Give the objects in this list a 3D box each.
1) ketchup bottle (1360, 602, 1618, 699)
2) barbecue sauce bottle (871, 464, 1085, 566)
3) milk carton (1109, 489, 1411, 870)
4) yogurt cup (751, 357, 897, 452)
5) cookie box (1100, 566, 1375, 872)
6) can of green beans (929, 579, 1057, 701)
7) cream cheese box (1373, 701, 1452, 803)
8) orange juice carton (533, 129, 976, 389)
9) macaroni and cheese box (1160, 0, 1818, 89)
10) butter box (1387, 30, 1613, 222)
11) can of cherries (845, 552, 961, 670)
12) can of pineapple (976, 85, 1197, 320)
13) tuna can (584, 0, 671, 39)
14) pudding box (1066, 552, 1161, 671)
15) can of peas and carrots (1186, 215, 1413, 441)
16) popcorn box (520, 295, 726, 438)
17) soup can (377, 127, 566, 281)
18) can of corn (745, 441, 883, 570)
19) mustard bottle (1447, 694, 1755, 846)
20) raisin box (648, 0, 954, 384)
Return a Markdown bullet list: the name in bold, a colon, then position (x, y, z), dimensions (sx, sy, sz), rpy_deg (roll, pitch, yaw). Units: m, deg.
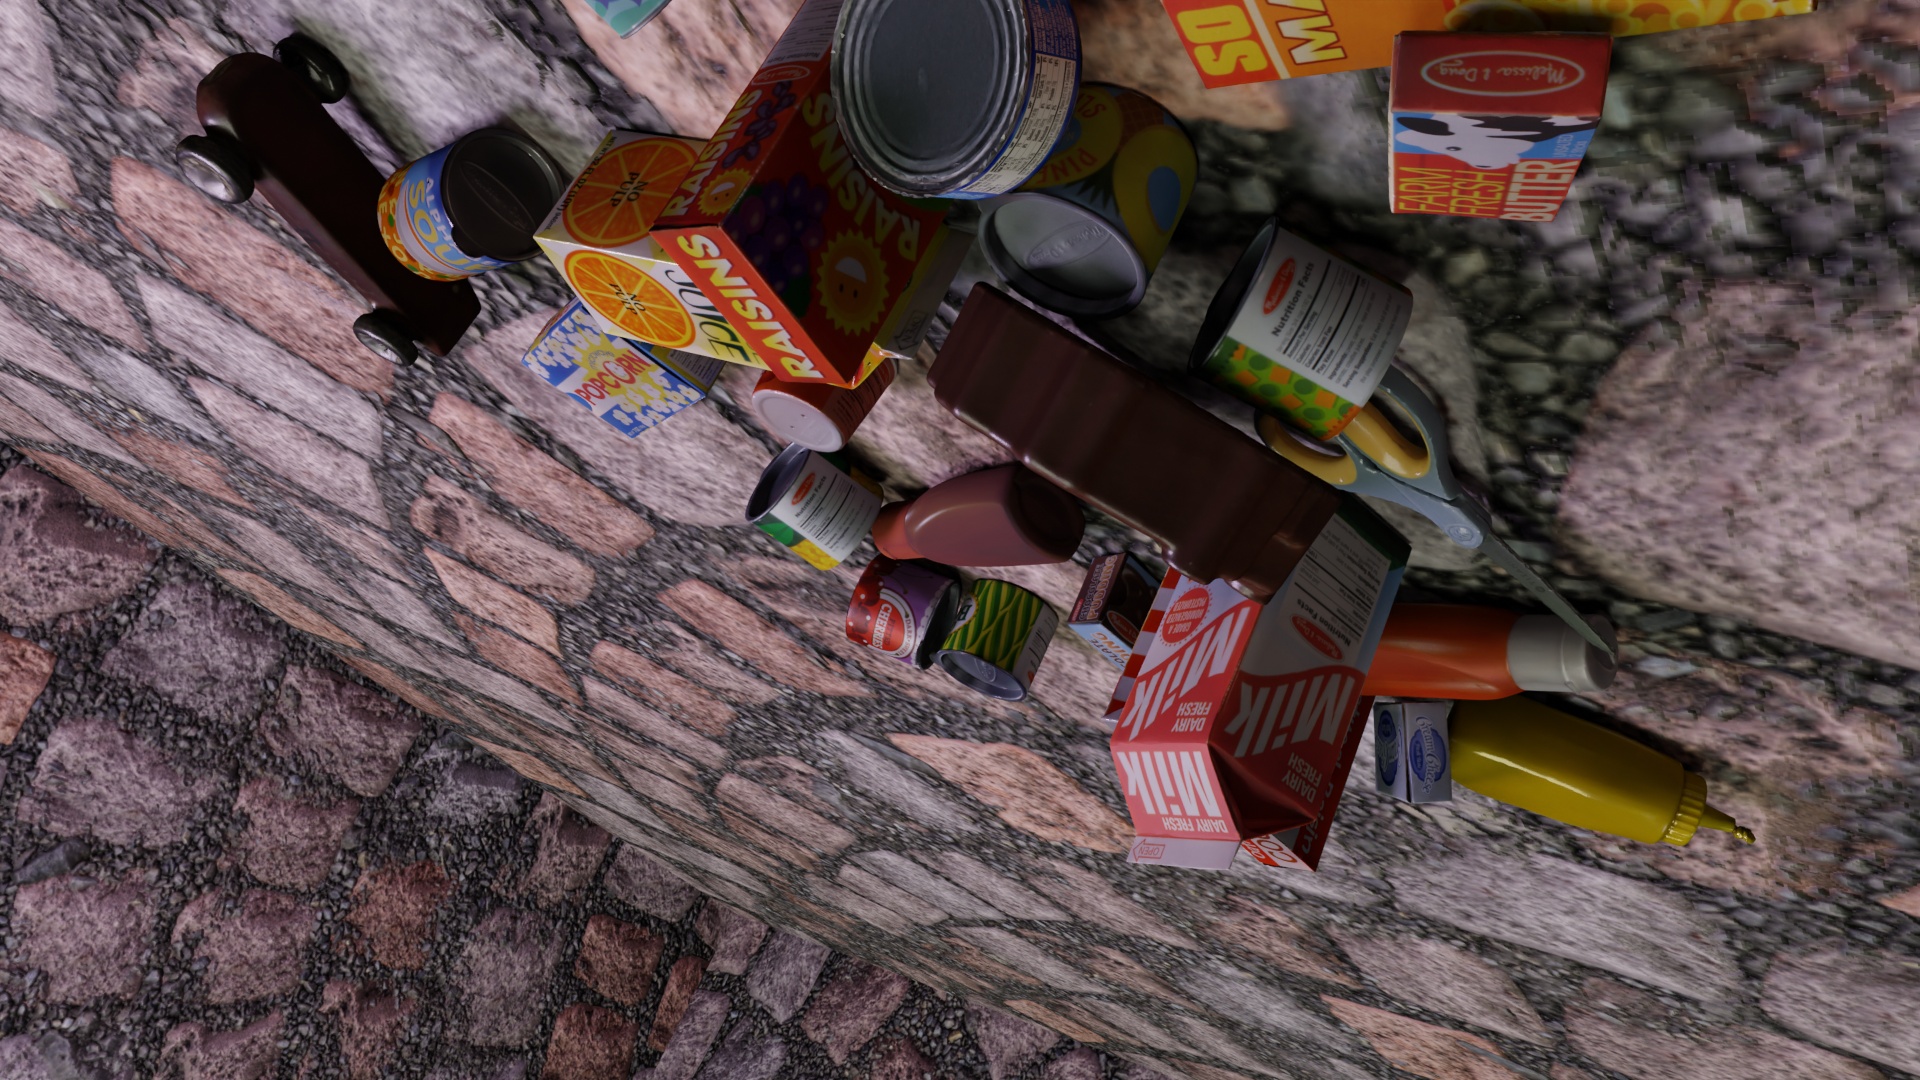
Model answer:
- **ketchup bottle**: position (0.248, 0.056, 0.698), dimensions (0.064, 0.044, 0.148), rpy_deg (37, 155, -34)
- **barbecue sauce bottle**: position (0.003, -0.010, 0.817), dimensions (0.064, 0.044, 0.148), rpy_deg (40, 154, -28)
- **milk carton**: position (0.135, 0.066, 0.650), dimensions (0.073, 0.191, 0.072), rpy_deg (37, 154, -21)
- **yogurt cup**: position (-0.074, -0.083, 0.732), dimensions (0.072, 0.054, 0.072), rpy_deg (22, 157, 10)
- **cookie box**: position (0.158, 0.087, 0.757), dimensions (0.040, 0.123, 0.167), rpy_deg (-1, 145, 48)
- **can of green beans**: position (0.025, 0.067, 0.936), dimensions (0.071, 0.058, 0.071), rpy_deg (22, 156, 10)
- **cream cheese box**: position (0.248, 0.116, 0.769), dimensions (0.024, 0.053, 0.103), rpy_deg (-2, 173, 7)
- **orange juice carton**: position (-0.090, -0.127, 0.634), dimensions (0.193, 0.072, 0.072), rpy_deg (15, 155, 26)
- **macaroni and cheese box**: position (0.116, -0.181, 0.347), dimensions (0.166, 0.040, 0.123), rpy_deg (6, 149, 39)
- **butter box**: position (0.152, -0.117, 0.401), dimensions (0.053, 0.024, 0.103), rpy_deg (7, 180, 18)
- **can of cherries**: position (-0.040, 0.049, 0.950), dimensions (0.058, 0.072, 0.071), rpy_deg (21, 156, 14)
- **can of pineapple**: position (0.047, -0.125, 0.513), dimensions (0.071, 0.058, 0.070), rpy_deg (22, 156, 10)
- **tuna can**: position (-0.107, -0.212, 0.483), dimensions (0.032, 0.071, 0.071), rpy_deg (41, 153, -29)
- **pudding box**: position (0.106, 0.050, 0.827), dimensions (0.083, 0.050, 0.030), rpy_deg (40, 151, -30)
- **can of peas and carrots**: position (0.126, -0.078, 0.521), dimensions (0.059, 0.071, 0.070), rpy_deg (27, 156, -3)
- **popcorn box**: position (-0.200, -0.110, 0.827), dimensions (0.085, 0.038, 0.126), rpy_deg (36, 155, -23)
- **soup can**: position (-0.255, -0.170, 0.718), dimensions (0.083, 0.071, 0.071), rpy_deg (0, 145, 46)
- **can of corn**: position (-0.090, -0.024, 0.859), dimensions (0.058, 0.071, 0.071), rpy_deg (37, 155, -22)
- **mustard bottle**: position (0.341, 0.128, 0.745), dimensions (0.160, 0.049, 0.065), rpy_deg (19, 156, 15)
- **raisin box**: position (-0.050, -0.132, 0.518), dimensions (0.040, 0.124, 0.086), rpy_deg (7, 150, 37)
